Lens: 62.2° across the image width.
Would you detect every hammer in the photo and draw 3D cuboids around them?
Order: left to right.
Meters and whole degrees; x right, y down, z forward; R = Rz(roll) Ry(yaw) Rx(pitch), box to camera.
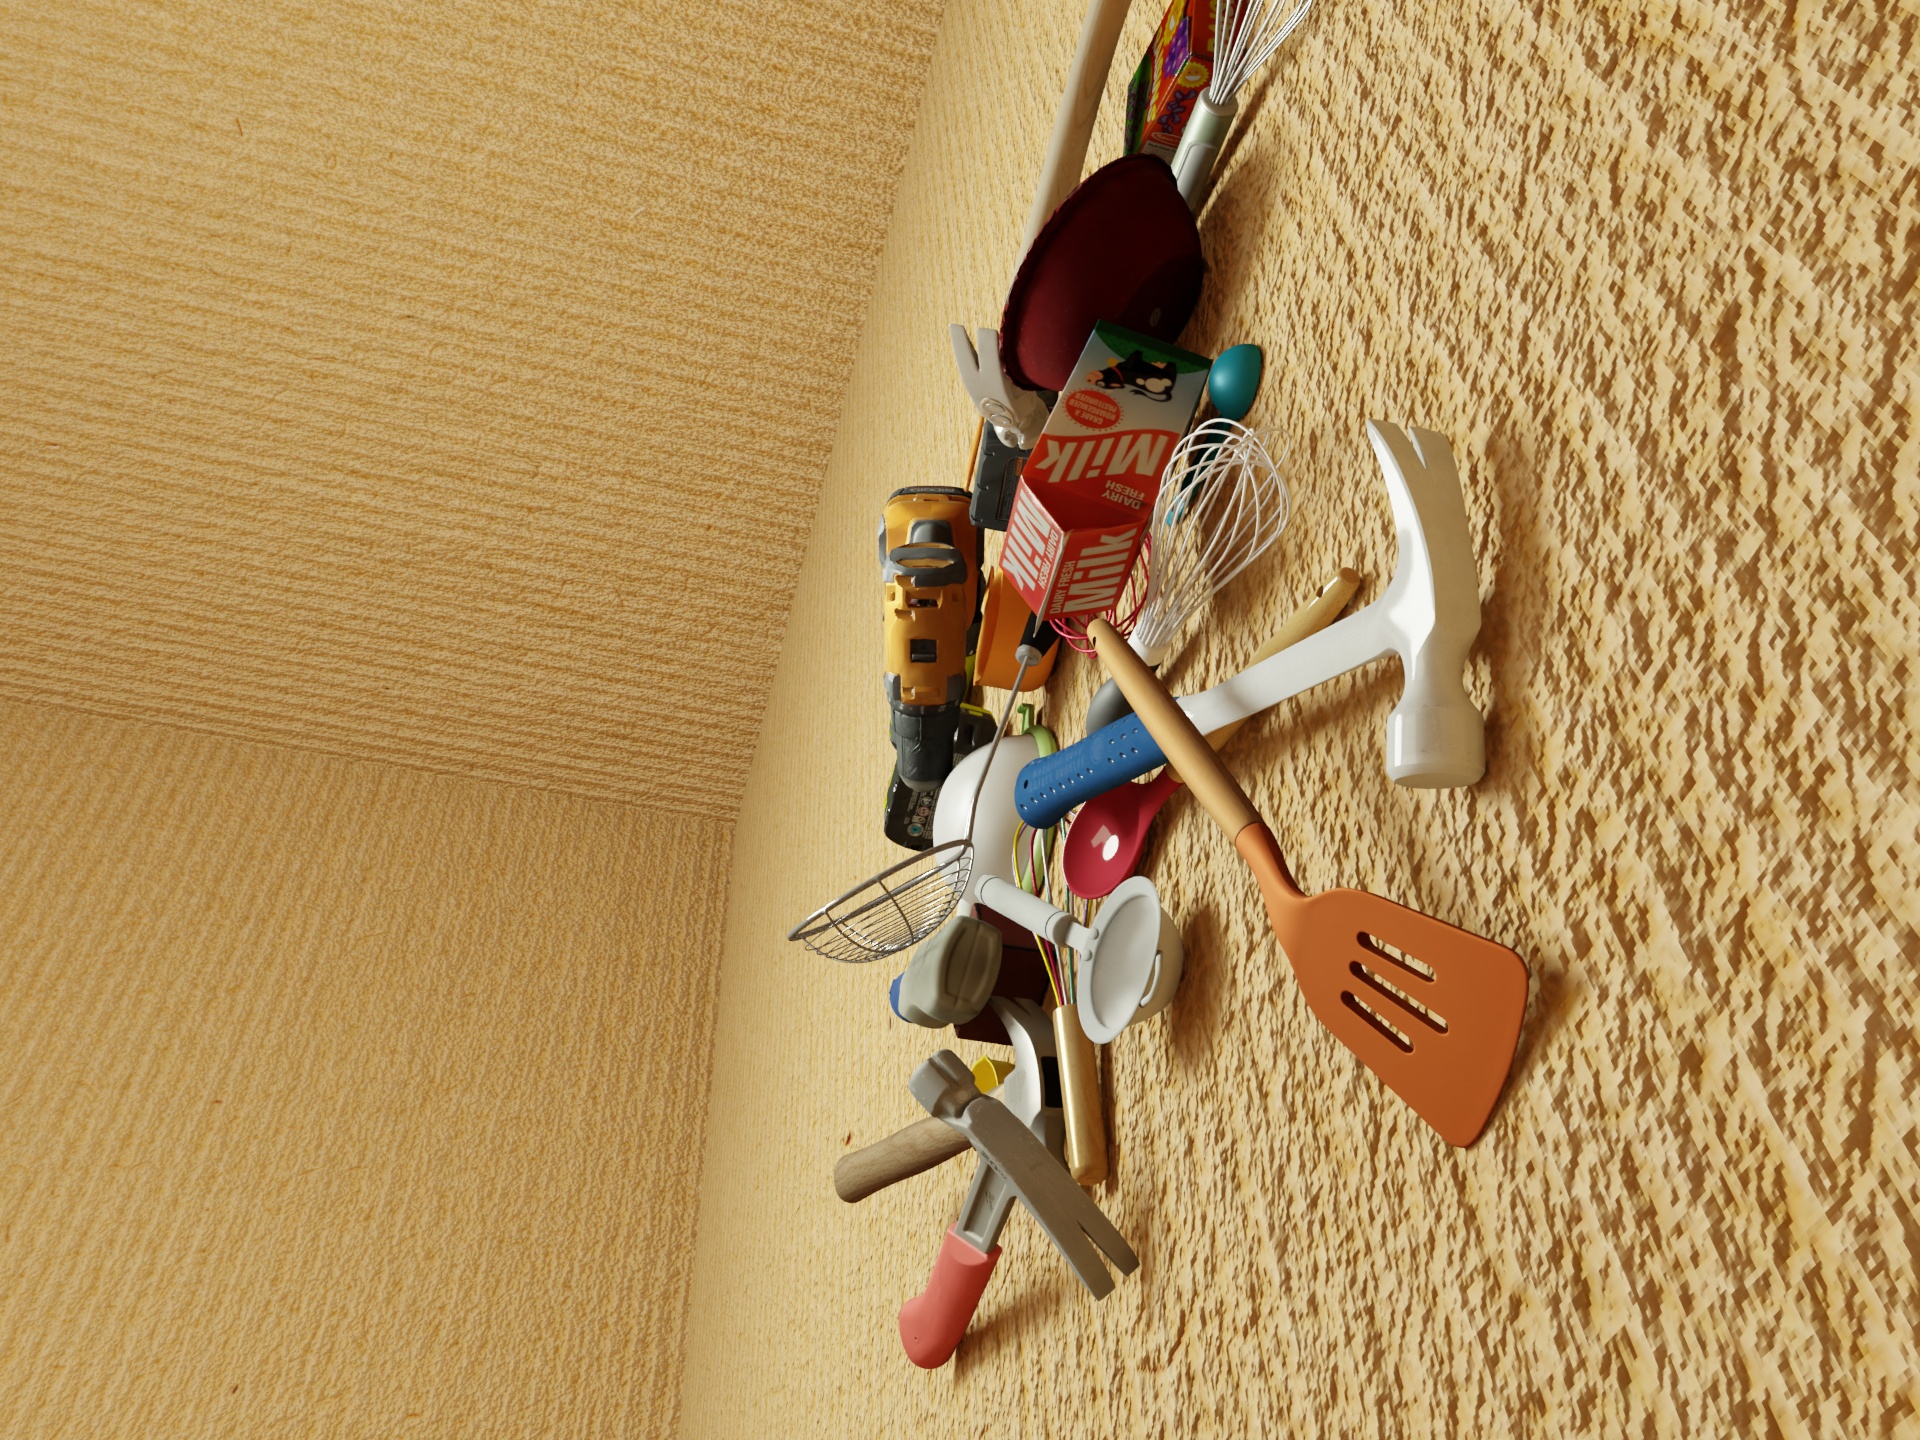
[{"bbox_3d":[-0.014,0.270,1.040,0.331,0.031,0.130,137,139,-55],"label":"hammer"},{"bbox_3d":[0.010,0.329,0.946,0.149,0.037,0.358,45,149,23],"label":"hammer"},{"bbox_3d":[0.073,-0.397,1.062,0.146,0.038,0.411,45,-122,-69],"label":"hammer"},{"bbox_3d":[0.112,-0.007,0.751,0.405,0.035,0.144,146,130,-67],"label":"hammer"}]

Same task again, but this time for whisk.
[{"bbox_3d":[0.066,0.149,0.928,0.051,0.047,0.245,124,150,-46],"label":"whisk"},{"bbox_3d":[0.093,-0.147,1.026,0.296,0.073,0.073,-82,10,-45],"label":"whisk"},{"bbox_3d":[0.111,-0.060,0.862,0.284,0.070,0.070,110,165,-56],"label":"whisk"},{"bbox_3d":[0.157,-0.374,0.944,0.246,0.058,0.059,112,166,-62],"label":"whisk"}]

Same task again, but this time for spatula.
[{"bbox_3d":[0.116,0.034,0.637,0.323,0.041,0.081,-117,29,-57],"label":"spatula"}]

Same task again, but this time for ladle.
[{"bbox_3d":[0.121,0.013,0.815,0.315,0.031,0.069,122,152,-56],"label":"ladle"}]

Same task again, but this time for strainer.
[{"bbox_3d":[0.003,0.117,1.173,0.152,0.069,0.256,-101,26,-61],"label":"strainer"},{"bbox_3d":[0.062,0.115,0.869,0.258,0.050,0.087,17,88,66],"label":"strainer"}]

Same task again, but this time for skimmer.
[{"bbox_3d":[-0.002,-0.003,1.045,0.127,0.090,0.363,125,168,-67],"label":"skimmer"}]

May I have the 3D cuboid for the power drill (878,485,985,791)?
[{"bbox_3d":[-0.024,-0.069,1.216,0.226,0.084,0.185,-88,-1,-64],"label":"power drill"}]

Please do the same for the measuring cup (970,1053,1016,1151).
[{"bbox_3d":[0.045,0.243,0.994,0.156,0.029,0.062,-19,63,63],"label":"measuring cup"}]

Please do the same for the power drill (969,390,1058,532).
[{"bbox_3d":[0.060,-0.258,1.197,0.143,0.078,0.220,101,177,-57],"label":"power drill"}]

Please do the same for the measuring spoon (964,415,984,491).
[{"bbox_3d":[0.011,-0.220,1.203,0.021,0.011,0.117,99,-178,-60],"label":"measuring spoon"}]

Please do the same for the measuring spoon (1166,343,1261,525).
[{"bbox_3d":[0.135,-0.160,0.906,0.128,0.021,0.042,114,162,-45],"label":"measuring spoon"}]

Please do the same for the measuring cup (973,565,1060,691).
[{"bbox_3d":[0.045,-0.081,1.209,0.174,0.052,0.095,-89,11,-66],"label":"measuring cup"}]

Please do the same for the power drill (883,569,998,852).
[{"bbox_3d":[-0.014,-0.013,1.362,0.229,0.080,0.190,-93,17,-58],"label":"power drill"}]
